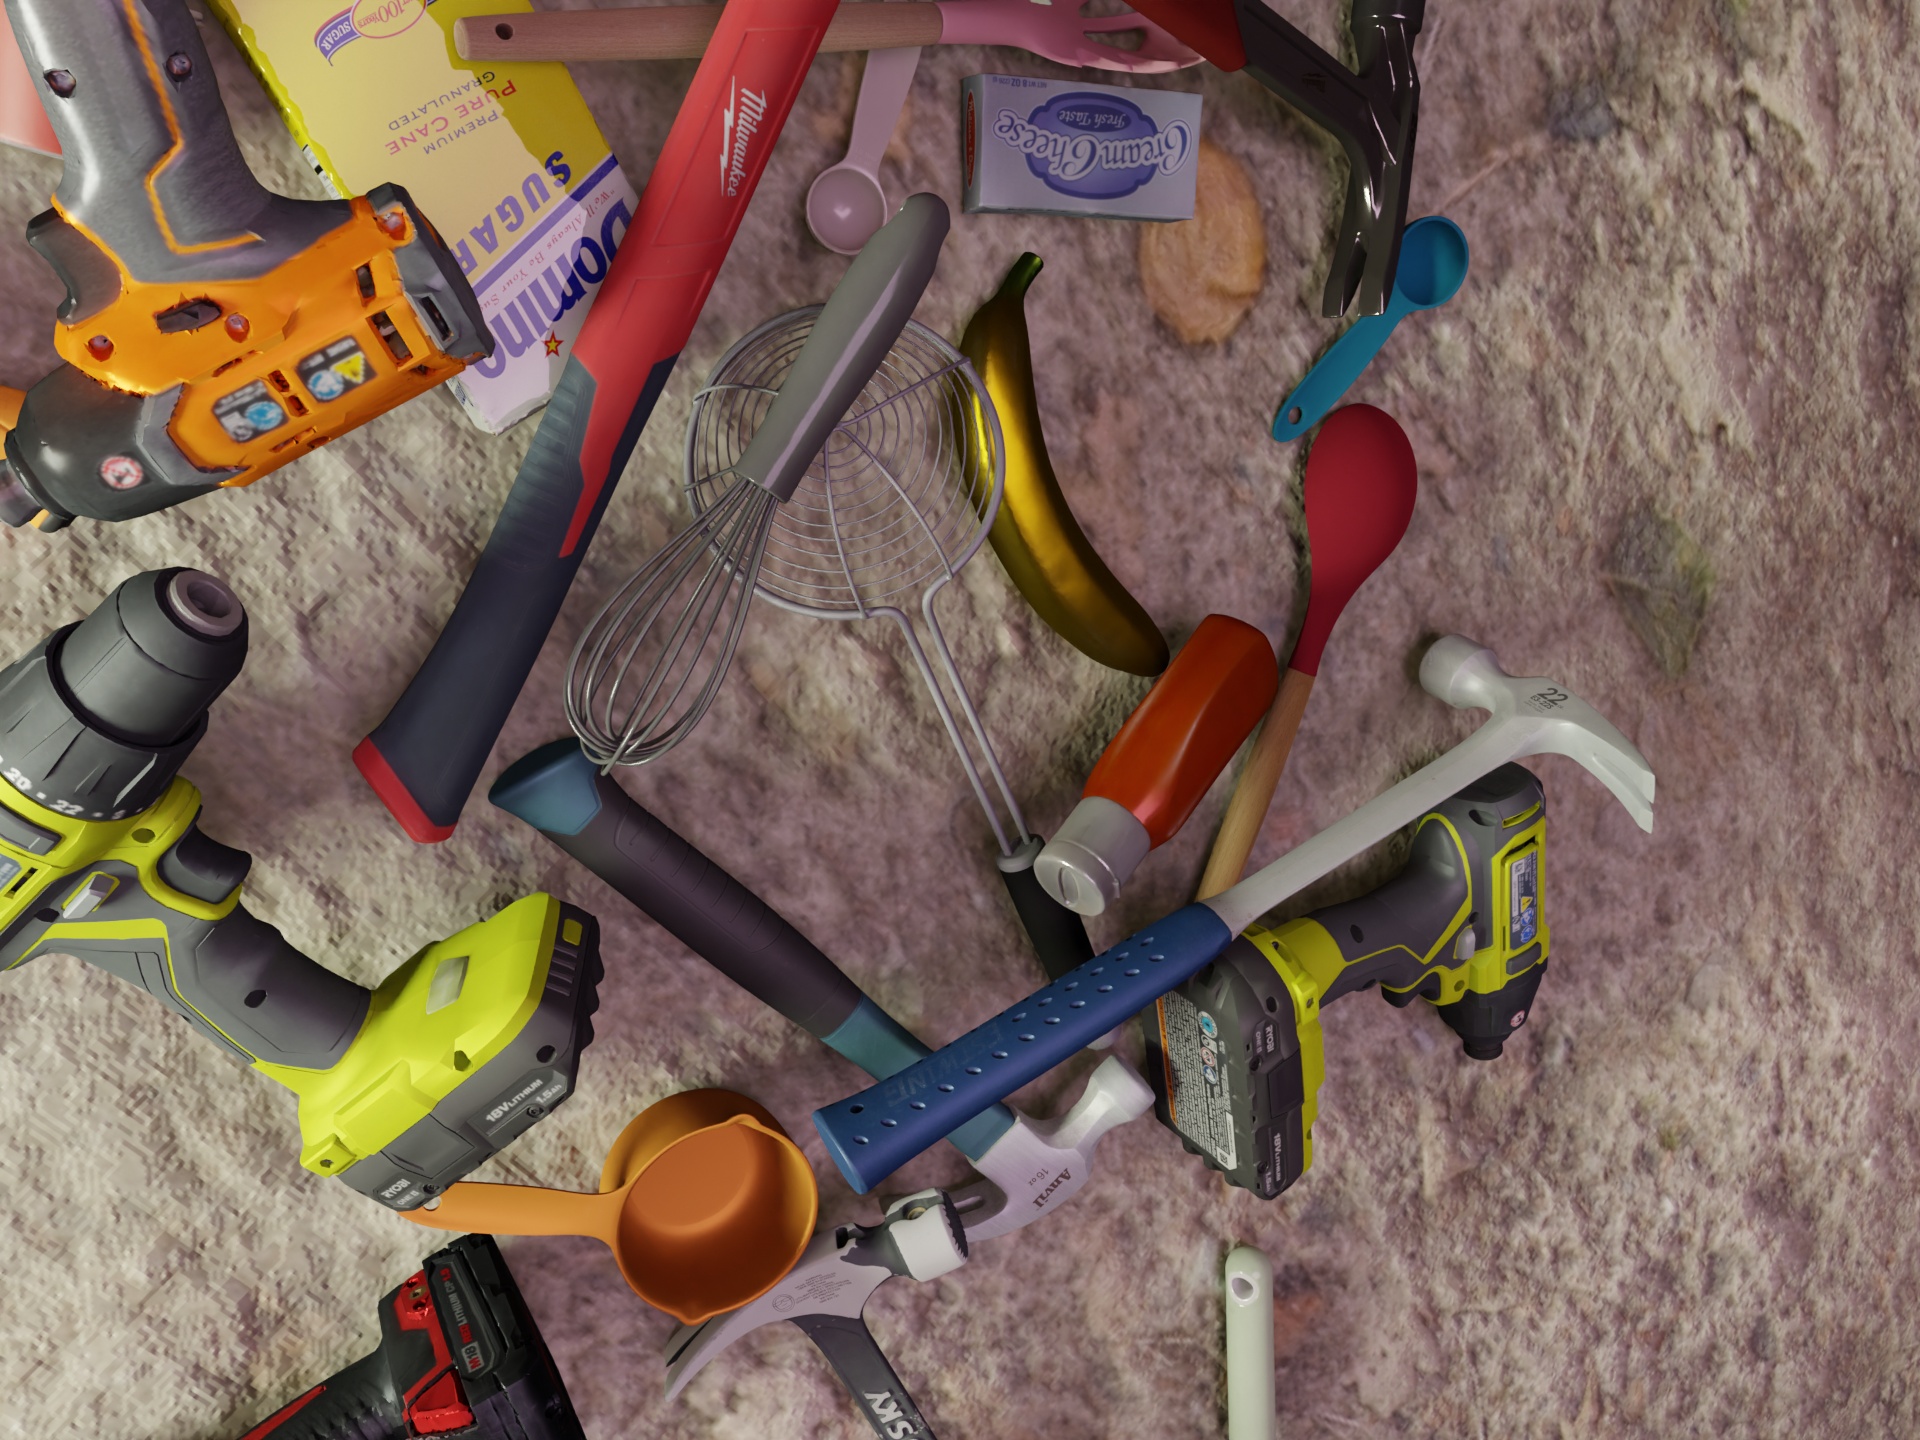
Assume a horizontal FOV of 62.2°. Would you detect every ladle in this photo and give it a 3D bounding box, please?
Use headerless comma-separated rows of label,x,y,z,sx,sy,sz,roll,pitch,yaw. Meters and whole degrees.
ladle,0.154,0.000,0.770,0.069,0.031,0.315,16,97,-28

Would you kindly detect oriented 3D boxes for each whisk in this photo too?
whisk,0.159,0.397,0.860,0.059,0.058,0.246,-21,111,-56
whisk,-0.070,-0.085,0.570,0.055,0.055,0.239,31,91,-27

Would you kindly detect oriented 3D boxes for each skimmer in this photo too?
skimmer,-0.001,-0.002,0.695,0.127,0.090,0.362,-26,123,-3

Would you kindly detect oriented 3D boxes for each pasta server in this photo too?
pasta server,-0.029,-0.263,0.594,0.316,0.040,0.060,-16,97,-30

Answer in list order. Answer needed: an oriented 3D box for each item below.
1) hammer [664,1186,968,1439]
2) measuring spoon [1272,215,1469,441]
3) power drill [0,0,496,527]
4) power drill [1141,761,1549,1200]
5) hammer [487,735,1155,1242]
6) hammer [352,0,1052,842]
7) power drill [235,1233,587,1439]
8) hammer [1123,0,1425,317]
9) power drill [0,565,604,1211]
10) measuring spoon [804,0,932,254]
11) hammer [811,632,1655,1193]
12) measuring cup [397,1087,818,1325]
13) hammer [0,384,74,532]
hammer,0.000,0.401,0.777,0.149,0.036,0.408,-23,116,2
measuring spoon,0.187,-0.183,0.750,0.042,0.021,0.128,39,94,-28
power drill,-0.258,-0.162,0.450,0.164,0.084,0.226,-31,133,-7
power drill,0.202,0.134,0.788,0.223,0.080,0.171,-23,119,-26
hammer,-0.061,0.118,0.689,0.128,0.033,0.330,-46,114,1
hammer,-0.106,-0.126,0.569,0.143,0.038,0.386,18,104,-41
power drill,-0.254,0.299,0.590,0.219,0.143,0.078,-25,114,-20
hammer,0.075,-0.266,0.587,0.358,0.037,0.149,6,92,-48
power drill,-0.237,0.063,0.543,0.190,0.080,0.228,-37,121,22
measuring spoon,-0.035,-0.245,0.634,0.034,0.018,0.124,18,88,-27
hammer,0.123,0.085,0.696,0.405,0.144,0.035,-29,128,-17
measuring cup,-0.148,0.195,0.665,0.173,0.052,0.095,11,97,-24
hammer,-0.419,-0.160,0.465,0.336,0.034,0.127,38,84,-27
